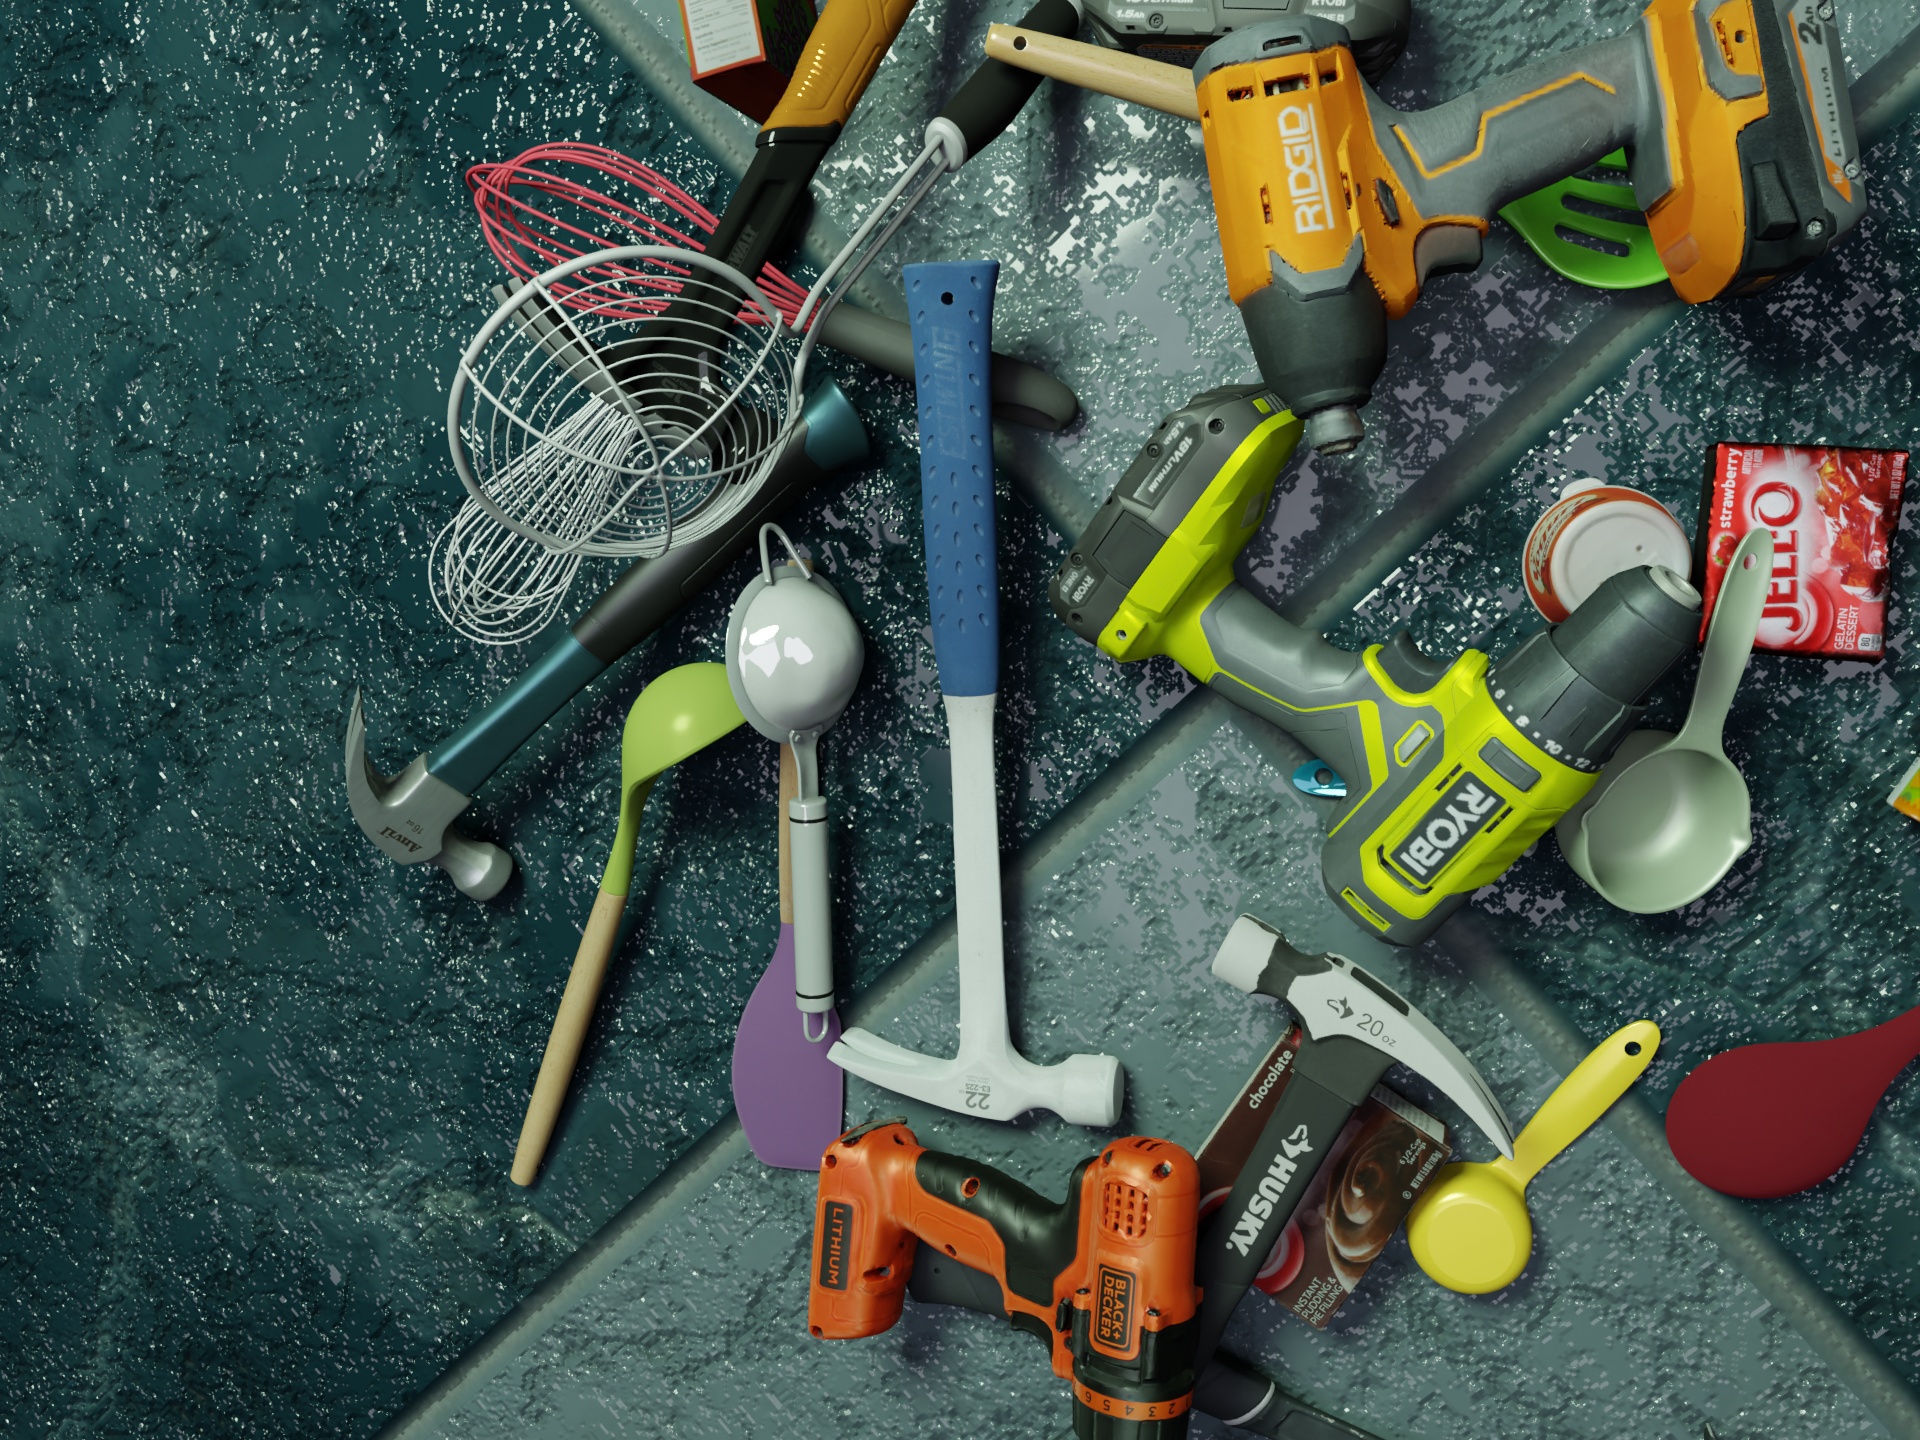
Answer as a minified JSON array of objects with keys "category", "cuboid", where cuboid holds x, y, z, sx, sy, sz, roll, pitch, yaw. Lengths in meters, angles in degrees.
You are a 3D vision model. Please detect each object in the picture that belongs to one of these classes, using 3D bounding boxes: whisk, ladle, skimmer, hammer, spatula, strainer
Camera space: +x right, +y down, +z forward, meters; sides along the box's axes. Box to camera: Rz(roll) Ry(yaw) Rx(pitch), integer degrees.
[{"category":"whisk","cuboid":[-0.166,-0.154,0.787,0.070,0.070,0.284,41,99,7]},{"category":"ladle","cuboid":[0.441,0.106,0.667,0.315,0.031,0.069,-38,85,14]},{"category":"skimmer","cuboid":[-0.059,-0.204,0.643,0.090,0.363,0.127,16,145,23]},{"category":"hammer","cuboid":[-0.065,-0.275,0.681,0.127,0.034,0.337,33,76,-30]},{"category":"hammer","cuboid":[0.159,0.331,0.761,0.409,0.036,0.149,21,100,12]},{"category":"hammer","cuboid":[-0.001,-0.002,0.739,0.144,0.035,0.405,1,105,16]},{"category":"whisk","cuboid":[-0.084,-0.192,0.729,0.295,0.073,0.073,20,101,-6]},{"category":"hammer","cuboid":[-0.172,-0.045,0.787,0.331,0.128,0.033,-41,41,9]},{"category":"ladle","cuboid":[-0.174,0.114,0.818,0.062,0.078,0.320,23,108,5]},{"category":"hammer","cuboid":[0.118,0.264,0.726,0.146,0.035,0.334,29,104,15]},{"category":"spatula","cuboid":[-0.085,0.077,0.807,0.060,0.018,0.316,4,98,10]},{"category":"strainer","cuboid":[-0.071,0.035,0.770,0.050,0.087,0.258,9,106,40]}]

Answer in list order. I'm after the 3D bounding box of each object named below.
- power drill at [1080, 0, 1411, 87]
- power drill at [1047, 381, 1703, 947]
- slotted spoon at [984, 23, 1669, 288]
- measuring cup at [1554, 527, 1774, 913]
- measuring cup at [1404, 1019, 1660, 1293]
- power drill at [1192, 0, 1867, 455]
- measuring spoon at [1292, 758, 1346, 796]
[{"category":"power drill","cuboid":[0.124,-0.390,0.673,0.171,0.080,0.223,8,94,13]},{"category":"power drill","cuboid":[0.169,-0.039,0.672,0.228,0.080,0.190,41,122,11]},{"category":"slotted spoon","cuboid":[0.163,-0.246,0.666,0.313,0.031,0.070,14,97,-2]},{"category":"measuring cup","cuboid":[0.301,-0.002,0.670,0.083,0.038,0.167,8,105,-14]},{"category":"measuring cup","cuboid":[0.262,0.197,0.720,0.062,0.029,0.156,38,106,8]},{"category":"power drill","cuboid":[0.214,-0.197,0.615,0.226,0.084,0.164,-9,89,3]},{"category":"measuring spoon","cuboid":[0.216,0.019,0.725,0.128,0.021,0.042,-7,99,25]}]
